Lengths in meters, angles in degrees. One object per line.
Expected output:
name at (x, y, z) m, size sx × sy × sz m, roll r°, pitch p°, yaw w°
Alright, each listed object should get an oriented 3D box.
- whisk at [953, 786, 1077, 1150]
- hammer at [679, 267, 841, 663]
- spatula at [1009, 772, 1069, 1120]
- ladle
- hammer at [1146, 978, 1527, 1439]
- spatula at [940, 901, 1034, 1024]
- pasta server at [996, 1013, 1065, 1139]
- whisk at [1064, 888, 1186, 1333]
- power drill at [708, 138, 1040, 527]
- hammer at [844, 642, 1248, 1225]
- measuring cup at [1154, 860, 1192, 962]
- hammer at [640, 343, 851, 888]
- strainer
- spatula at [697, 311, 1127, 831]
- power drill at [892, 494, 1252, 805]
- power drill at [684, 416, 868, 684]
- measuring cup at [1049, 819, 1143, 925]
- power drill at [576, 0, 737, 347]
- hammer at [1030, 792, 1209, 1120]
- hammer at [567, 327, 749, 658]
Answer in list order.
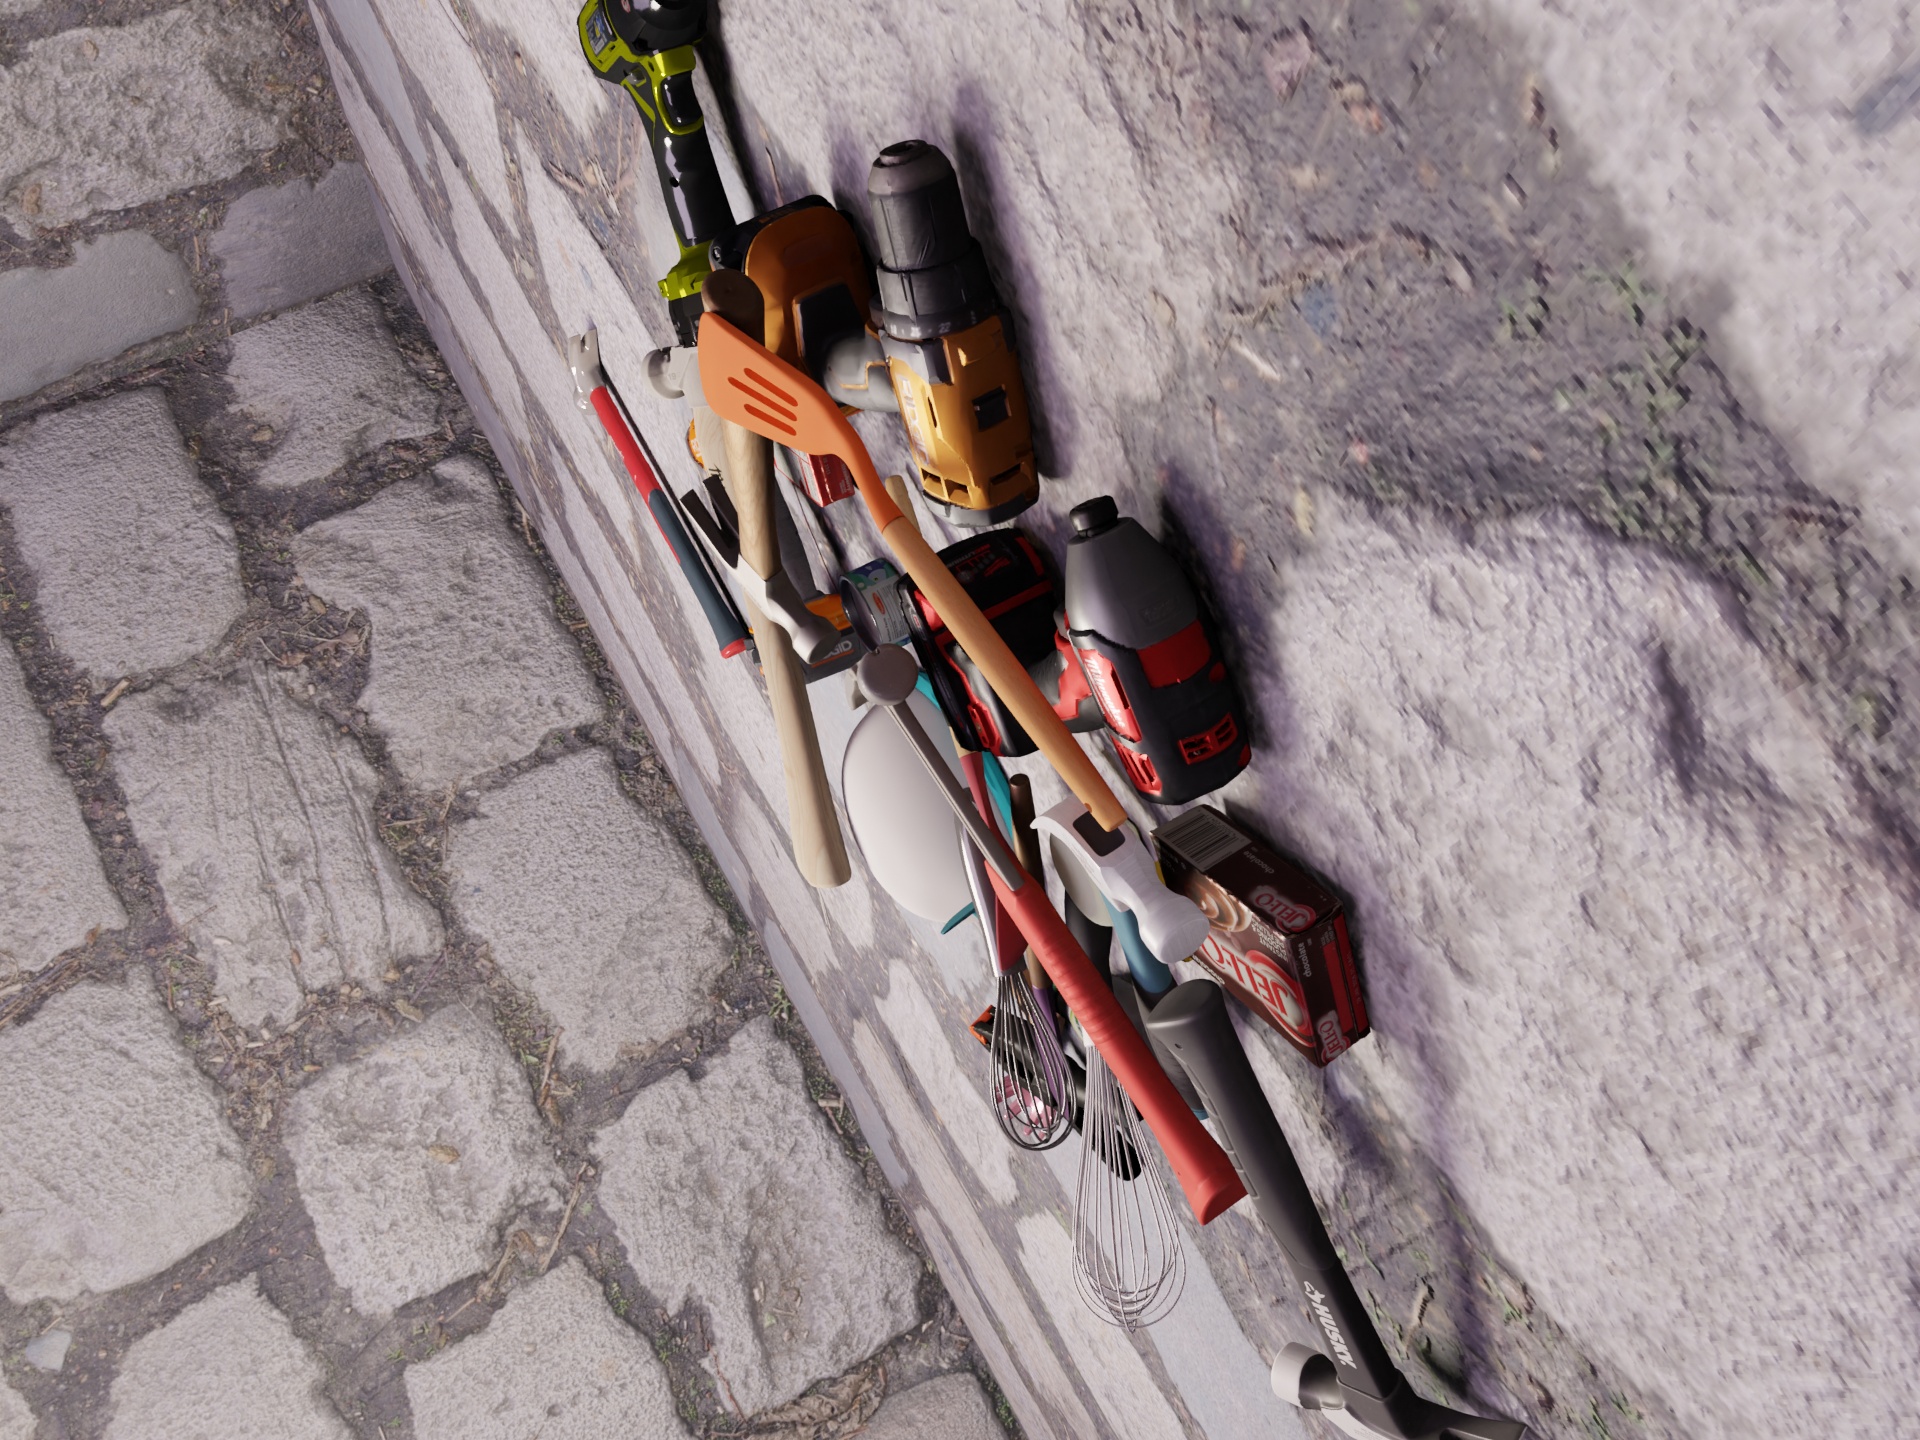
whisk at (0.028, 0.160, 1.016) m, size 0.055 × 0.055 × 0.239 m, roll 168°, pitch 89°, yaw -74°
hammer at (-0.125, -0.150, 0.938) m, size 0.130 × 0.031 × 0.331 m, roll 46°, pitch 162°, yaw 15°
spatula at (0.052, 0.155, 1.064) m, size 0.060 × 0.018 × 0.315 m, roll -120°, pitch 17°, yaw -48°
ladle at (-0.002, -0.003, 0.981) m, size 0.069 × 0.031 × 0.315 m, roll 56°, pitch -161°, yaw -81°
hammer at (0.174, 0.258, 0.795) m, size 0.146 × 0.035 × 0.334 m, roll 5°, pitch 131°, yaw 48°
spatula at (0.039, 0.178, 1.178) m, size 0.044 × 0.082 × 0.317 m, roll 47°, pitch 169°, yaw 31°
pasta server at (0.067, 0.269, 1.294) m, size 0.060 × 0.040 × 0.316 m, roll 36°, pitch 154°, yaw 18°
whisk at (0.090, 0.224, 0.977) m, size 0.070 × 0.070 × 0.285 m, roll 112°, pitch 154°, yaw -69°
power drill at (-0.049, -0.215, 0.825) m, size 0.226 × 0.084 × 0.185 m, roll 37°, pitch 149°, yaw 49°
hammer at (0.045, 0.116, 0.882) m, size 0.359 × 0.037 × 0.149 m, roll 56°, pitch 172°, yaw 2°
measuring cup at (0.100, 0.064, 0.894) m, size 0.157 × 0.029 × 0.062 m, roll 60°, pitch 167°, yaw 29°
hammer at (-0.132, -0.069, 1.146) m, size 0.146 × 0.038 × 0.410 m, roll 9°, pitch 117°, yaw 51°
strainer at (-0.030, 0.044, 1.139) m, size 0.211 × 0.095 × 0.340 m, roll 56°, pitch 164°, yaw 23°
spatula at (-0.026, -0.072, 0.777) m, size 0.323 × 0.041 × 0.081 m, roll 54°, pitch 160°, yaw 16°
power drill at (0.052, -0.041, 0.793) m, size 0.220 × 0.078 × 0.143 m, roll 13°, pitch 128°, yaw 66°
power drill at (-0.154, -0.147, 1.262) m, size 0.164 × 0.084 × 0.226 m, roll 15°, pitch 125°, yaw 70°
measuring cup at (0.060, 0.052, 0.970) m, size 0.168 × 0.038 × 0.083 m, roll 57°, pitch 163°, yaw 19°
power drill at (-0.164, -0.351, 0.979) m, size 0.171 × 0.080 × 0.223 m, roll 25°, pitch 136°, yaw 65°
hammer at (0.107, 0.146, 0.877) m, size 0.128 × 0.033 × 0.330 m, roll 52°, pitch 171°, yaw 37°
hammer at (-0.329, -0.242, 1.730) m, size 0.386 × 0.038 × 0.143 m, roll 60°, pitch 162°, yaw 12°
